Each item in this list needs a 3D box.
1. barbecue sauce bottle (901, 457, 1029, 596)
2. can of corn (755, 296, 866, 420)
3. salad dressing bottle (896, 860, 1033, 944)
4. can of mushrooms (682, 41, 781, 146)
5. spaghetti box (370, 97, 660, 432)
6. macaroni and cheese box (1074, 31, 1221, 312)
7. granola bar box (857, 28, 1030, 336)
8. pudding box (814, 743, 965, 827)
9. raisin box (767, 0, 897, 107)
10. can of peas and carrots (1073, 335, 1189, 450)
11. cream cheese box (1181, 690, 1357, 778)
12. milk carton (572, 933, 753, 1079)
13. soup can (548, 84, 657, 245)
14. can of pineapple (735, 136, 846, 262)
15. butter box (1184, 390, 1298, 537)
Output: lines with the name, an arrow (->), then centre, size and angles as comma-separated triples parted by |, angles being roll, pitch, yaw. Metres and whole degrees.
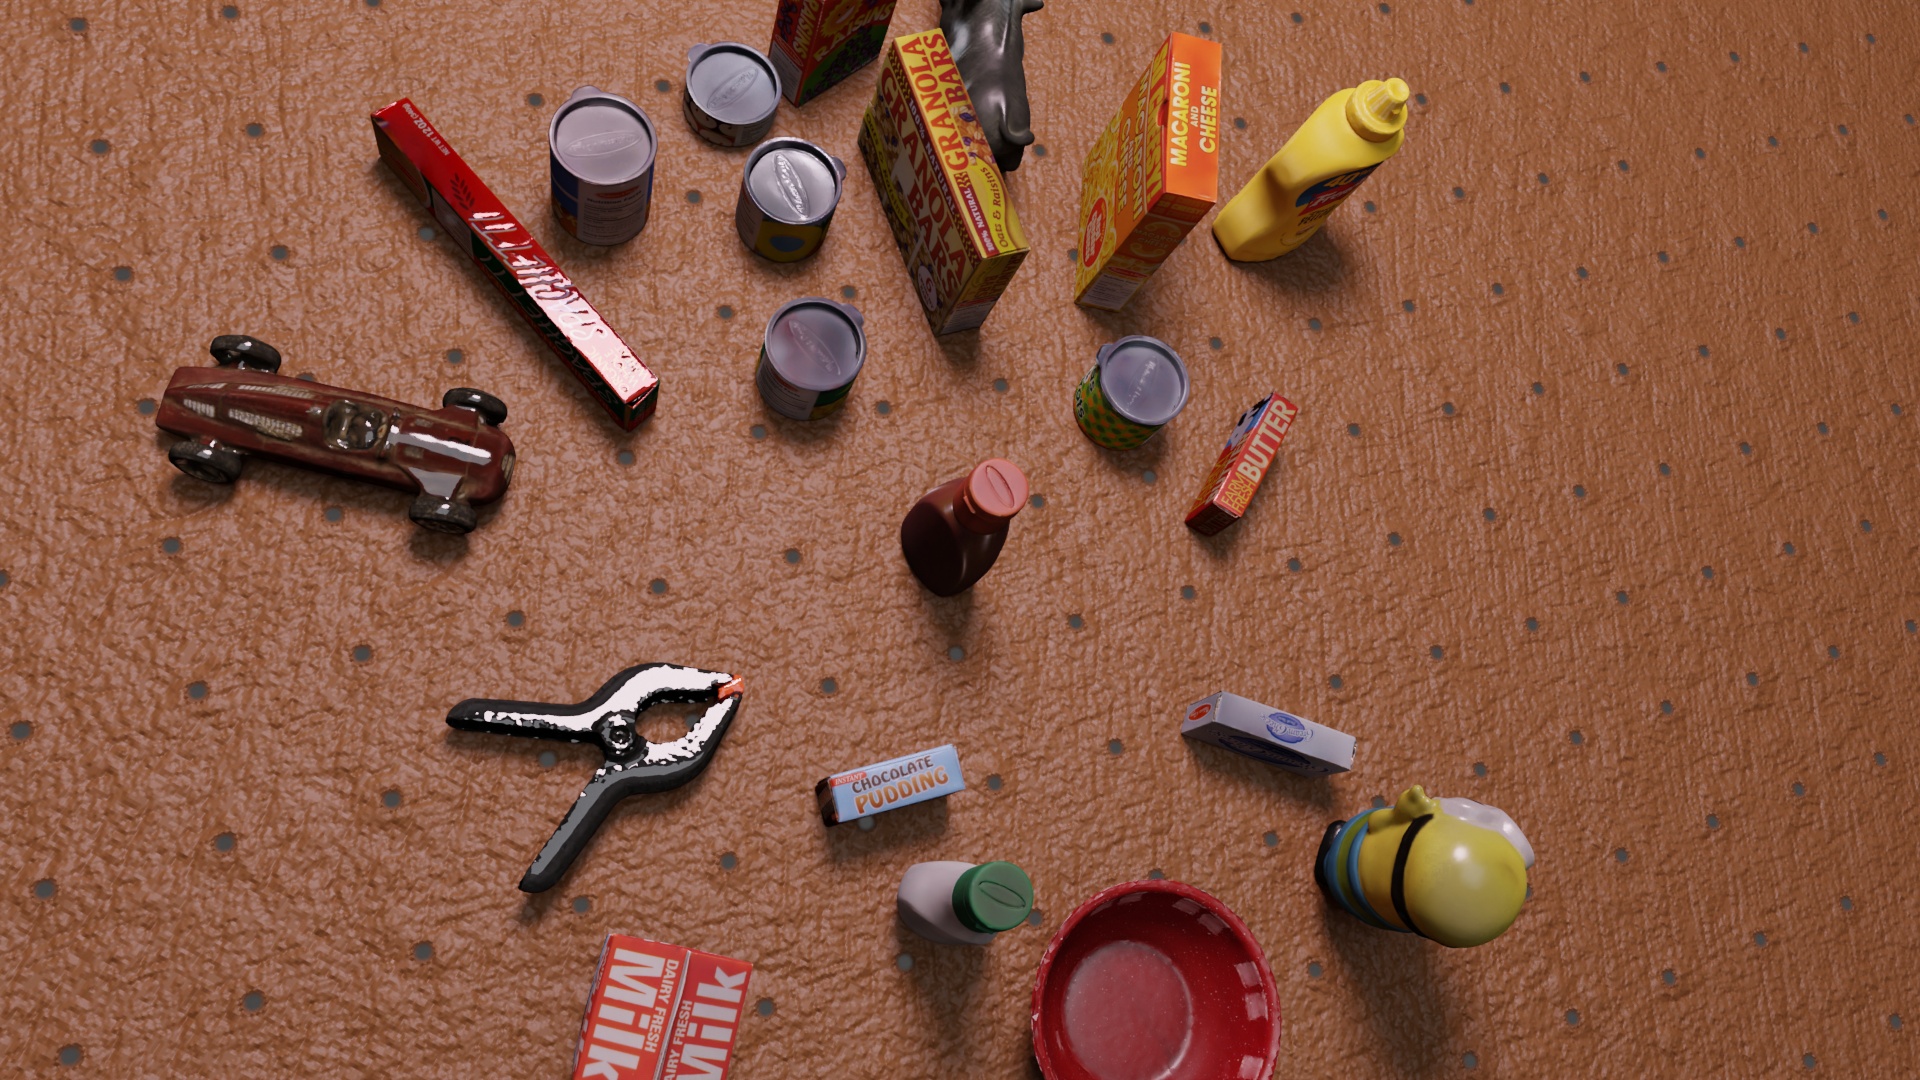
barbecue sauce bottle -> 0.003, -0.011, 0.868 | 0.044, 0.148, 0.065 | -27, 83, -21
can of corn -> -0.098, -0.121, 0.922 | 0.071, 0.058, 0.071 | 4, 73, -14
salad dressing bottle -> 0.004, 0.208, 0.802 | 0.064, 0.147, 0.044 | 27, 69, -7
can of mushrooms -> -0.162, -0.315, 0.975 | 0.071, 0.033, 0.071 | 4, 73, -14
spaghetti box -> -0.284, -0.175, 0.890 | 0.029, 0.050, 0.250 | -41, 88, -22
macaroni and cheese box -> 0.127, -0.250, 0.966 | 0.040, 0.166, 0.124 | 9, 72, -13
granola bar box -> -0.016, -0.239, 0.945 | 0.039, 0.123, 0.165 | -17, 79, -20
pudding box -> -0.043, 0.152, 0.859 | 0.084, 0.049, 0.030 | -12, 78, -19
raisin box -> -0.086, -0.368, 0.965 | 0.086, 0.123, 0.040 | -39, 87, -22
can of peas and carrots -> 0.117, -0.104, 0.977 | 0.071, 0.058, 0.071 | 4, 73, -14
cream cheese box -> 0.207, 0.131, 0.934 | 0.104, 0.053, 0.024 | 20, 70, -9
milk carton -> -0.157, 0.248, 0.722 | 0.073, 0.190, 0.072 | 16, 71, -11
soup can -> -0.234, -0.243, 0.906 | 0.071, 0.083, 0.071 | 4, 73, -14
can of pineapple -> -0.117, -0.232, 0.950 | 0.071, 0.057, 0.071 | 4, 73, -14
butter box -> 0.200, -0.054, 0.988 | 0.024, 0.053, 0.104 | 34, 68, -4
